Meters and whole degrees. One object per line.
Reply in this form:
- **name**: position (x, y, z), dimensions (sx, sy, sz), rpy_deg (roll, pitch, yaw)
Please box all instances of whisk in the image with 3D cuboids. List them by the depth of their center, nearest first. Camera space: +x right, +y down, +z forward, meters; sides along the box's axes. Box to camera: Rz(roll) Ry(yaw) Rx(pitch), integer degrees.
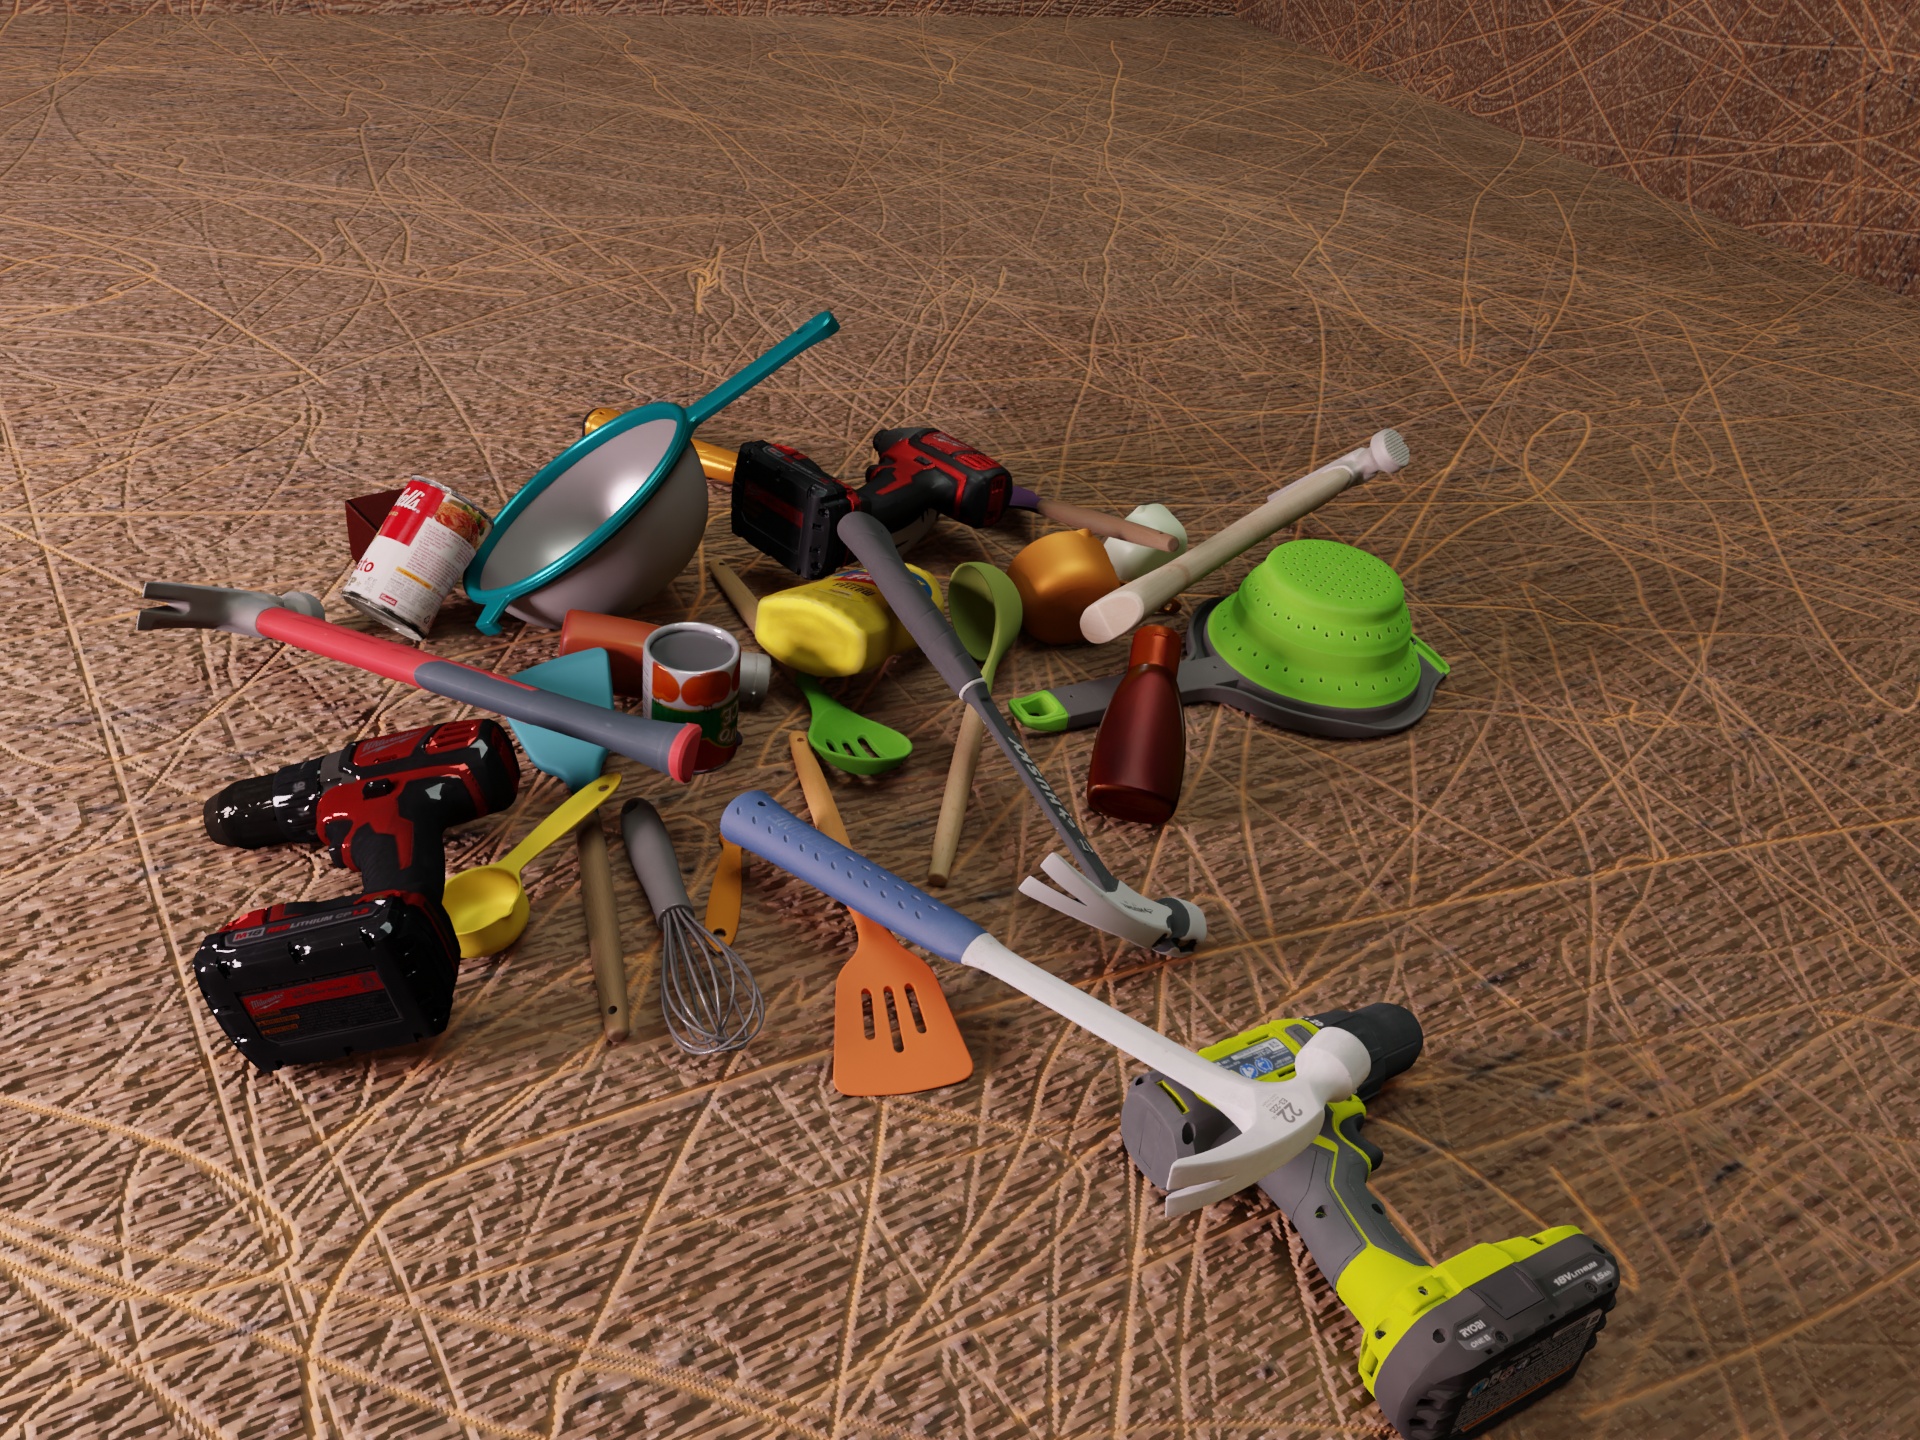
- **whisk**: position (-0.168, 0.115, 0.946), dimensions (0.055, 0.055, 0.239), rpy_deg (-8, 34, -22)

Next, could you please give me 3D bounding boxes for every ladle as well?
- **ladle**: position (-0.002, -0.004, 1.142), dimensions (0.062, 0.078, 0.320), rpy_deg (13, 42, 0)

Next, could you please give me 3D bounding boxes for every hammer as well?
- **hammer**: position (0.013, 0.134, 0.885), dimensions (0.406, 0.035, 0.144), rpy_deg (25, 38, 33)
- **hammer**: position (-0.342, -0.028, 1.026), dimensions (0.386, 0.038, 0.143), rpy_deg (16, 6, 21)
- **hammer**: position (0.012, -0.009, 1.061), dimensions (0.149, 0.036, 0.409), rpy_deg (22, 27, -48)
- **hammer**: position (0.223, -0.147, 1.324), dimensions (0.410, 0.146, 0.038), rpy_deg (-32, 93, -42)
- **hammer**: position (-0.190, -0.216, 1.415), dimensions (0.337, 0.034, 0.127), rpy_deg (19, 35, 14)

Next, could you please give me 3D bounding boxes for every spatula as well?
- **spatula**: position (-0.236, 0.072, 0.993), dimensions (0.082, 0.044, 0.318), rpy_deg (-20, 42, -5)
- **spatula**: position (-0.072, 0.105, 1.003), dimensions (0.081, 0.041, 0.323), rpy_deg (-4, 33, -16)
- **spatula**: position (0.083, -0.178, 1.362), dimensions (0.059, 0.018, 0.316), rpy_deg (-16, 24, -27)

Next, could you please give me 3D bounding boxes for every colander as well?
- **colander**: position (0.219, -0.067, 1.241), dimensions (0.397, 0.094, 0.205), rpy_deg (-12, 40, -27)

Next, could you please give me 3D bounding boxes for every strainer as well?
- **strainer**: position (-0.213, -0.174, 1.197), dimensions (0.340, 0.095, 0.211), rpy_deg (-35, 32, 4)

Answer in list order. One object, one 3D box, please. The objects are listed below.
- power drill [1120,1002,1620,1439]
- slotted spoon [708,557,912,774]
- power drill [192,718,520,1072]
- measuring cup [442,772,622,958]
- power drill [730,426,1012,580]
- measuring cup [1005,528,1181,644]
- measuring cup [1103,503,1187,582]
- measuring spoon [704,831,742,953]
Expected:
- **power drill**: position (0.221, 0.242, 0.828), dimensions (0.190, 0.080, 0.229), rpy_deg (-14, 38, -27)
- **slotted spoon**: position (-0.126, -0.045, 1.195), dimensions (0.070, 0.031, 0.314), rpy_deg (-6, 35, -31)
- **power drill**: position (-0.357, 0.087, 0.901), dimensions (0.188, 0.080, 0.227), rpy_deg (-11, 34, 1)
- **measuring cup**: position (-0.254, 0.086, 0.960), dimensions (0.062, 0.029, 0.156), rpy_deg (13, 41, 30)
- **power drill**: position (-0.076, -0.194, 1.313), dimensions (0.143, 0.078, 0.219), rpy_deg (34, 38, 32)
- **measuring cup**: position (0.119, -0.094, 1.288), dimensions (0.173, 0.095, 0.052), rpy_deg (12, 41, -31)
- **measuring cup**: position (0.123, -0.121, 1.335), dimensions (0.167, 0.083, 0.038), rpy_deg (-32, 61, -23)
- **measuring spoon**: position (-0.146, 0.102, 0.996), dimensions (0.021, 0.011, 0.117), rpy_deg (5, 35, -5)
